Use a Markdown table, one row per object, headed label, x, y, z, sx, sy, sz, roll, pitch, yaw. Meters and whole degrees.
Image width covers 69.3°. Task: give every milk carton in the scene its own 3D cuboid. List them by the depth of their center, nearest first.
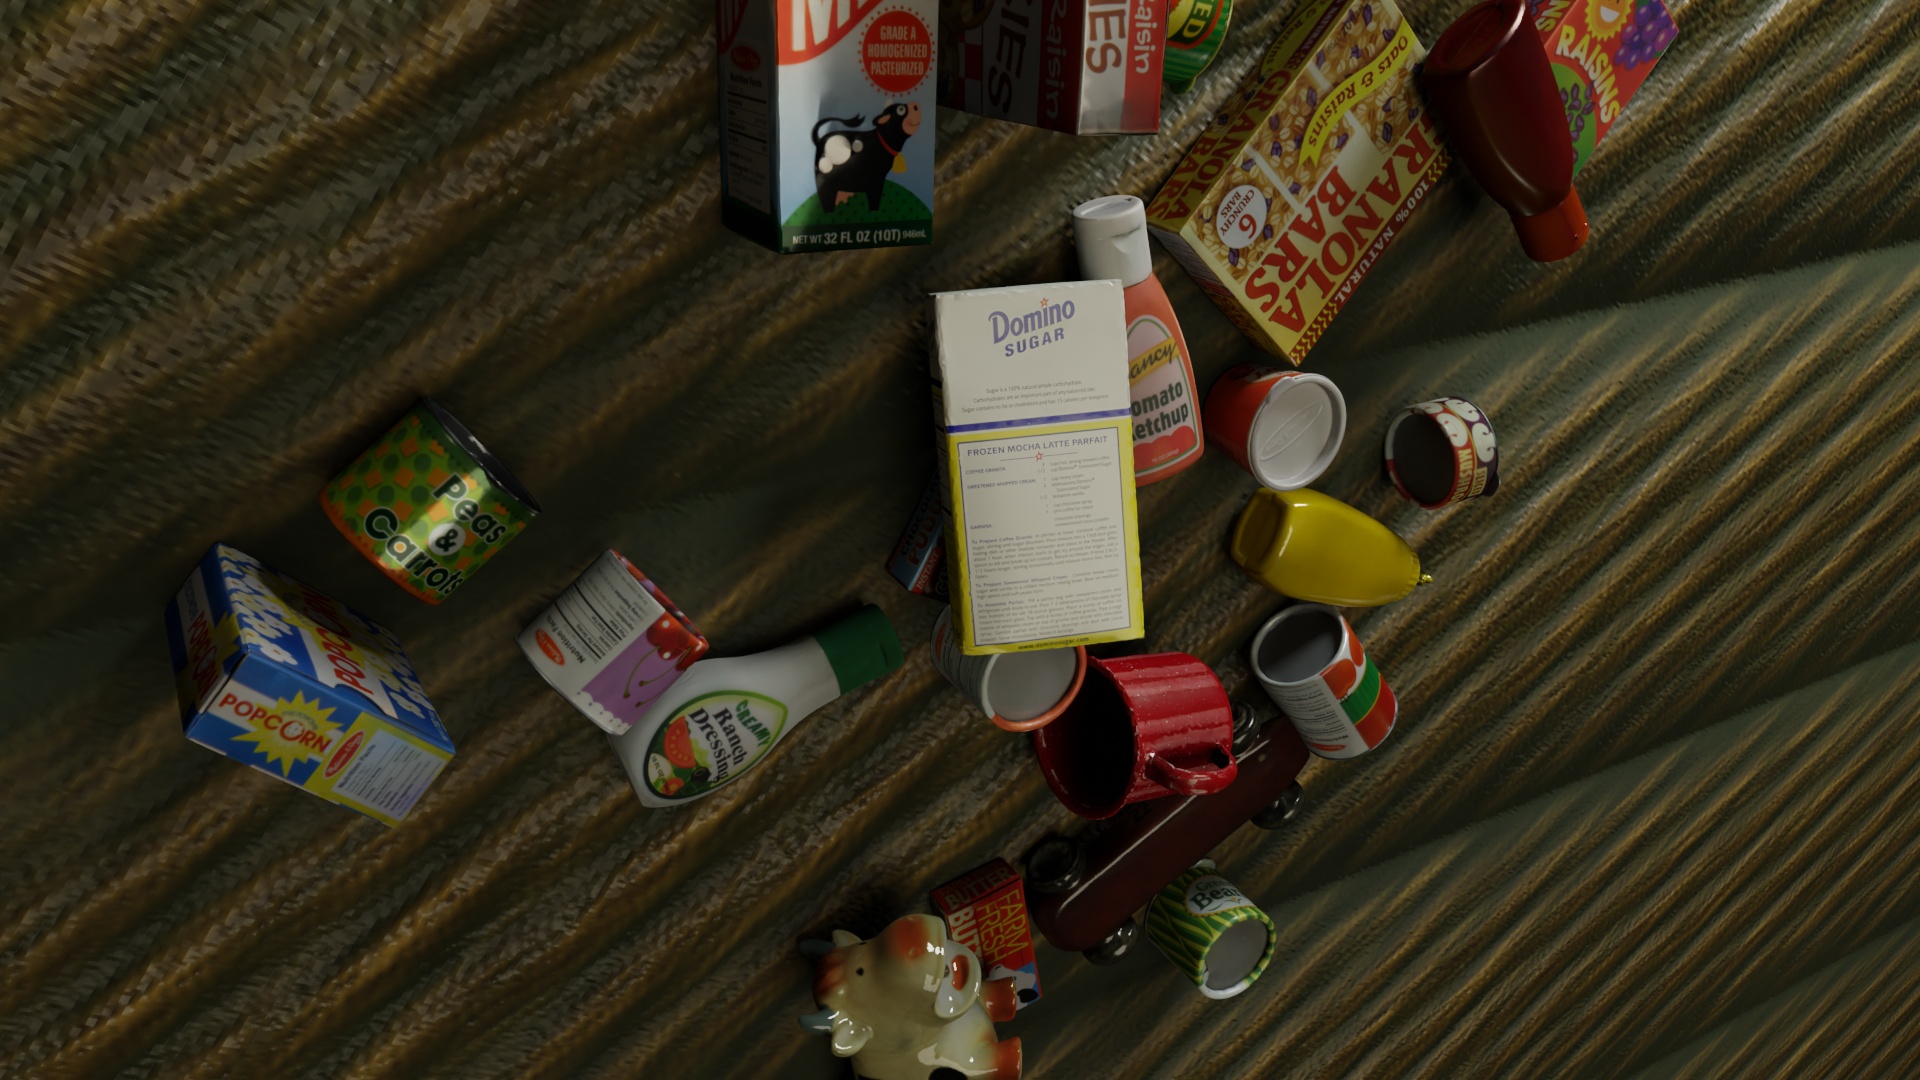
| label | x | y | z | sx | sy | sz | roll | pitch | yaw |
| --- | --- | --- | --- | --- | --- | --- | --- | --- | --- |
| milk carton | -0.056 | -0.220 | 0.572 | 0.072 | 0.073 | 0.189 | -10 | 115 | -26 |

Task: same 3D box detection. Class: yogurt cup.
| label | x | y | z | sx | sy | sz | roll | pitch | yaw |
| --- | --- | --- | --- | --- | --- | --- | --- | --- | --- |
| yogurt cup | 0.174 | -0.067 | 0.784 | 0.072 | 0.054 | 0.072 | -12 | 116 | -26 |

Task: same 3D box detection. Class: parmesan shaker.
| label | x | y | z | sx | sy | sz | roll | pitch | yaw |
| --- | --- | --- | --- | --- | --- | --- | --- | --- | --- |
| parmesan shaker | 0.064 | -0.247 | 0.633 | 0.103 | 0.071 | 0.071 | -2 | 111 | -30 |

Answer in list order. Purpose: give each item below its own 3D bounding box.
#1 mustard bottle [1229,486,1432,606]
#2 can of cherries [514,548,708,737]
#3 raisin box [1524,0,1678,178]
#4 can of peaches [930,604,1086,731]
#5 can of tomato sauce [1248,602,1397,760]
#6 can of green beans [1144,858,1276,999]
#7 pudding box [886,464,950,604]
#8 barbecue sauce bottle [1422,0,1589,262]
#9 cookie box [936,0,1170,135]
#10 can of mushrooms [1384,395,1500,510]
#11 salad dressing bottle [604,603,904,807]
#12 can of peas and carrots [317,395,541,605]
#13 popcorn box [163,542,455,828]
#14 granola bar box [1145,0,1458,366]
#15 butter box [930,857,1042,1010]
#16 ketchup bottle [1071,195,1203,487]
| label | x | y | z | sx | sy | sz | roll | pitch | yaw |
| --- | --- | --- | --- | --- | --- | --- | --- | --- | --- |
| mustard bottle | 0.238 | 0.011 | 0.858 | 0.160 | 0.049 | 0.065 | 16 | 101 | -35 |
| can of cherries | -0.157 | 0.047 | 0.635 | 0.058 | 0.071 | 0.071 | -46 | 126 | -7 |
| raisin box | 0.352 | -0.275 | 0.808 | 0.086 | 0.040 | 0.123 | 33 | 93 | -35 |
| can of peaches | 0.028 | 0.062 | 0.752 | 0.071 | 0.058 | 0.071 | -12 | 116 | -25 |
| can of tomato sauce | 0.229 | 0.087 | 0.877 | 0.071 | 0.071 | 0.083 | -45 | 125 | -6 |
| can of green beans | 0.165 | 0.258 | 0.917 | 0.071 | 0.058 | 0.071 | -12 | 116 | -26 |
| pudding box | 0.003 | -0.009 | 0.724 | 0.049 | 0.030 | 0.083 | 23 | 98 | -34 |
| barbecue sauce bottle | 0.303 | -0.216 | 0.755 | 0.065 | 0.044 | 0.148 | -51 | 127 | -11 |
| cookie box | 0.021 | -0.234 | 0.552 | 0.040 | 0.168 | 0.122 | -12 | 116 | -26 |
| can of mushrooms | 0.295 | -0.052 | 0.851 | 0.033 | 0.071 | 0.070 | -14 | 117 | -23 |
| salad dressing bottle | -0.100 | 0.078 | 0.693 | 0.148 | 0.044 | 0.064 | -27 | 121 | -18 |
| can of peas and carrots | -0.216 | -0.015 | 0.568 | 0.059 | 0.071 | 0.070 | -44 | 125 | -6 |
| popcorn box | -0.255 | 0.053 | 0.540 | 0.085 | 0.127 | 0.038 | 39 | 85 | -36 |
| granola bar box | 0.188 | -0.197 | 0.746 | 0.124 | 0.039 | 0.165 | 37 | 89 | -37 |
| butter box | 0.016 | 0.248 | 0.846 | 0.053 | 0.024 | 0.103 | -21 | 120 | -21 |
| ketchup bottle | 0.087 | -0.103 | 0.725 | 0.065 | 0.043 | 0.148 | -22 | 120 | -15 |
